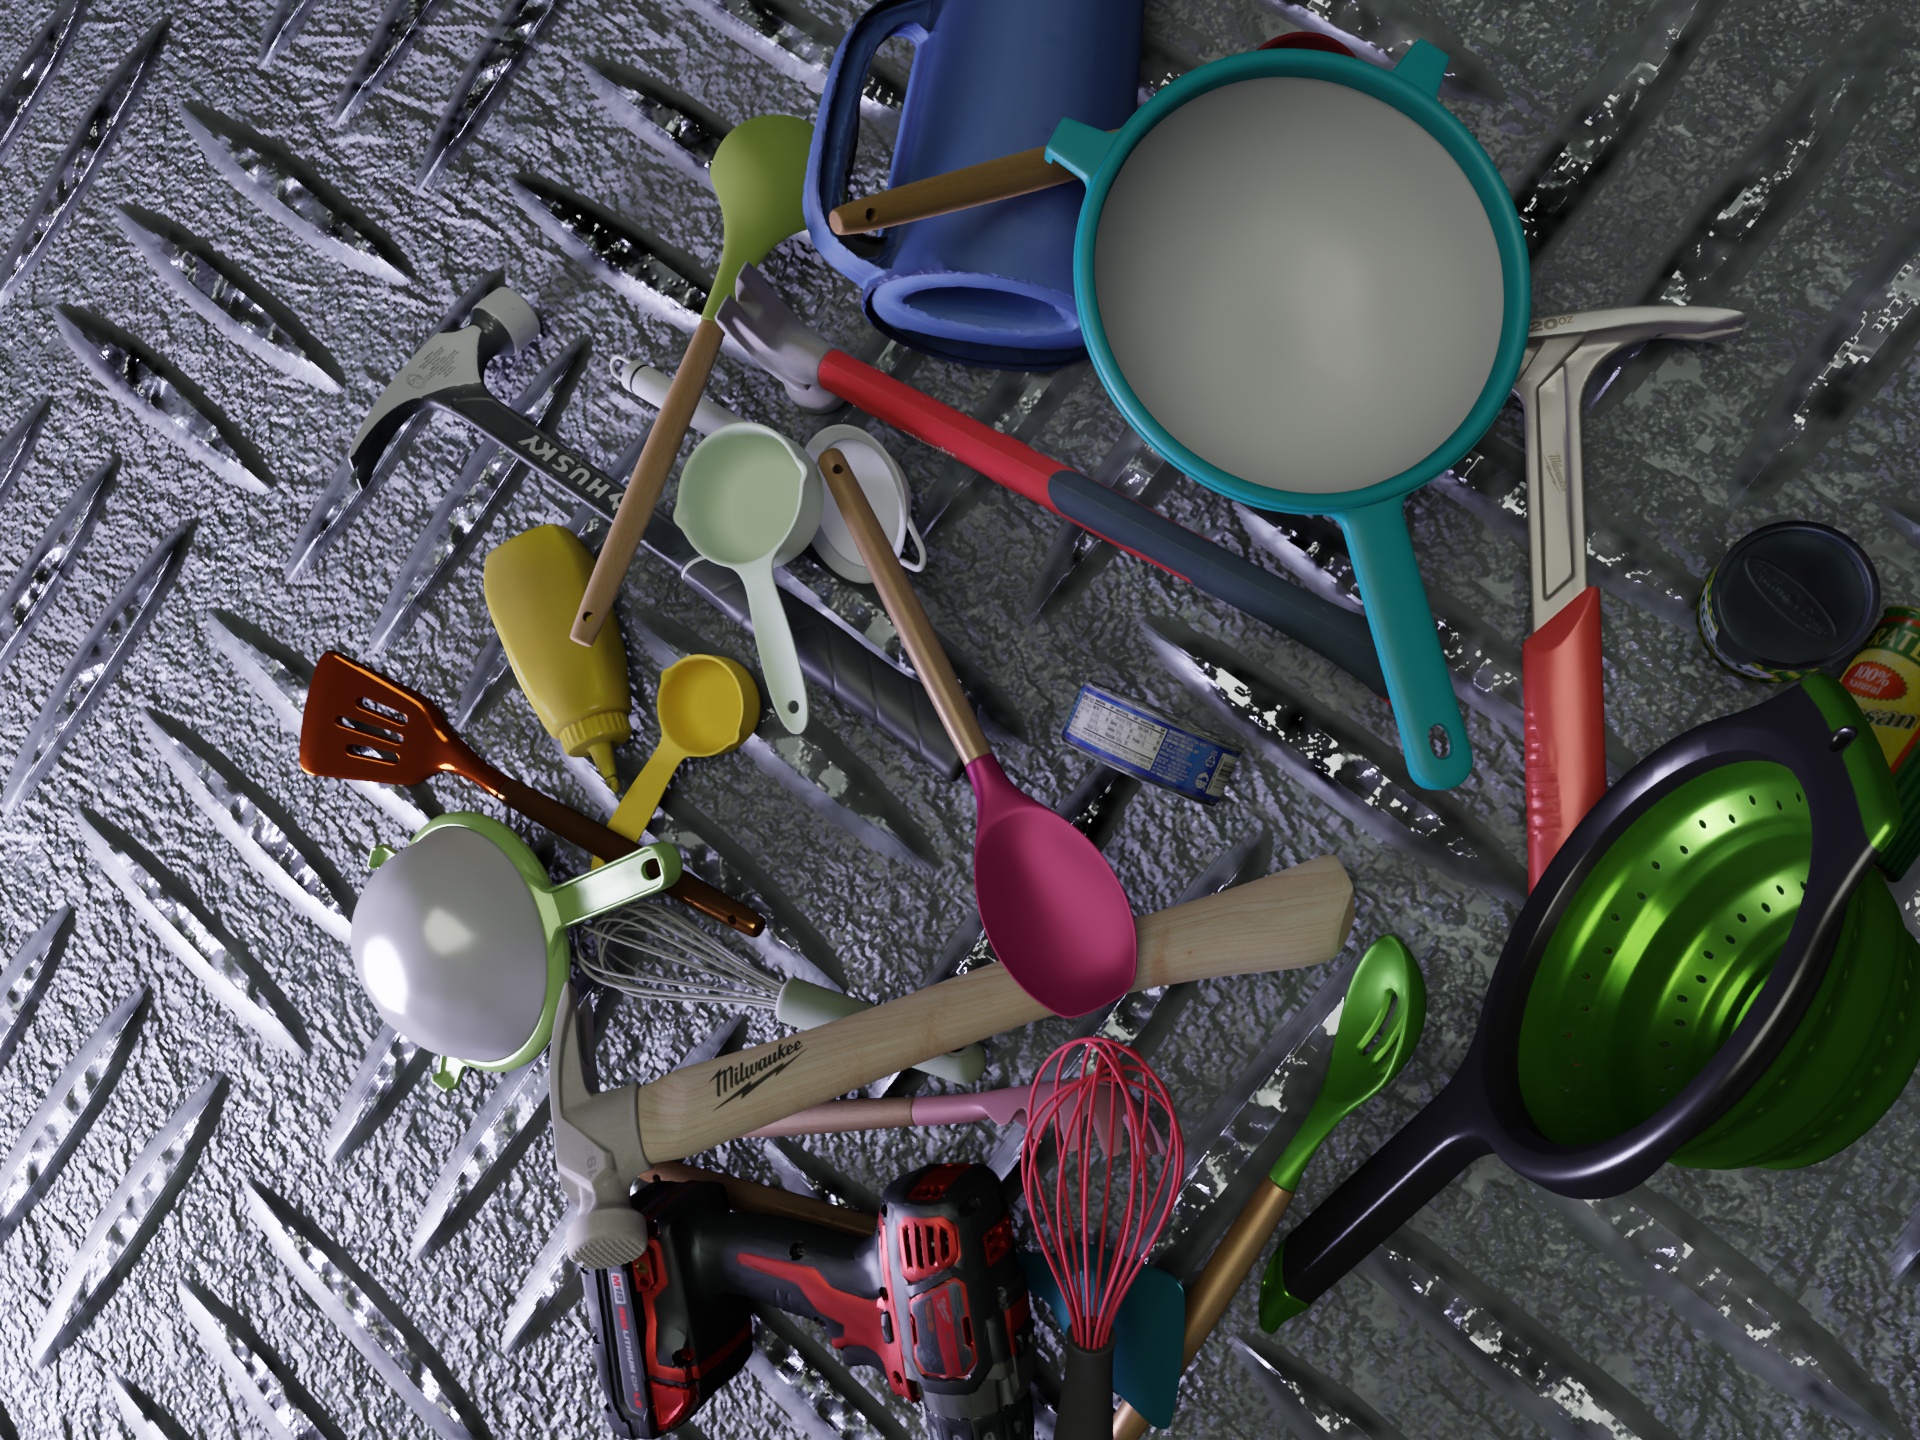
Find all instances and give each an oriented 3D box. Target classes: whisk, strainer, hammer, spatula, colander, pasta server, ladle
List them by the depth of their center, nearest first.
[{"bbox_3d":[0.264,0.163,0.666,0.094,0.205,0.397,29,124,-4],"label":"colander"},{"bbox_3d":[0.061,0.267,0.729,0.073,0.073,0.295,10,116,19],"label":"whisk"},{"bbox_3d":[0.292,-0.013,0.745,0.149,0.036,0.359,-2,85,23],"label":"hammer"},{"bbox_3d":[0.166,-0.132,0.745,0.211,0.095,0.340,-16,89,-9],"label":"strainer"},{"bbox_3d":[0.074,-0.269,0.751,0.031,0.315,0.069,19,127,54],"label":"ladle"},{"bbox_3d":[0.054,-0.115,0.791,0.386,0.143,0.038,30,90,14],"label":"hammer"},{"bbox_3d":[-0.008,0.139,0.792,0.410,0.038,0.146,-19,52,2],"label":"hammer"},{"bbox_3d":[-0.035,0.275,0.824,0.317,0.044,0.082,9,106,20],"label":"spatula"},{"bbox_3d":[-0.048,0.215,0.836,0.316,0.060,0.040,-8,70,21],"label":"pasta server"},{"bbox_3d":[-0.252,0.113,0.853,0.256,0.069,0.151,-23,83,36],"label":"strainer"},{"bbox_3d":[-0.101,0.149,0.861,0.246,0.058,0.059,16,124,16],"label":"whisk"},{"bbox_3d":[-0.144,-0.187,0.868,0.078,0.062,0.320,21,83,-2],"label":"ladle"},{"bbox_3d":[-0.159,-0.093,0.882,0.409,0.036,0.149,35,64,13],"label":"hammer"},{"bbox_3d":[-0.105,-0.152,0.889,0.259,0.050,0.086,32,127,24],"label":"strainer"},{"bbox_3d":[-0.248,0.052,0.909,0.323,0.041,0.081,24,106,22],"label":"spatula"}]

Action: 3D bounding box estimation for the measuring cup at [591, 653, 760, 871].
[{"bbox_3d":[-0.165,0.030,0.905,0.062,0.029,0.156,40,109,18],"label":"measuring cup"}]

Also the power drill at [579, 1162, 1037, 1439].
[{"bbox_3d":[-0.067,0.317,0.794,0.227,0.080,0.188,-7,94,24],"label":"power drill"}]

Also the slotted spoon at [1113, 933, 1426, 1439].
[{"bbox_3d":[0.142,0.244,0.771,0.031,0.070,0.313,27,100,-11],"label":"slotted spoon"}]

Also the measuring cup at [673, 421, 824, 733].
[{"bbox_3d":[-0.097,-0.074,0.838,0.083,0.038,0.168,-17,83,22],"label":"measuring cup"}]

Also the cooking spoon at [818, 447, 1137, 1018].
[{"bbox_3d":[-0.001,-0.003,0.792,0.069,0.017,0.319,-25,75,-3],"label":"cooking spoon"}]
